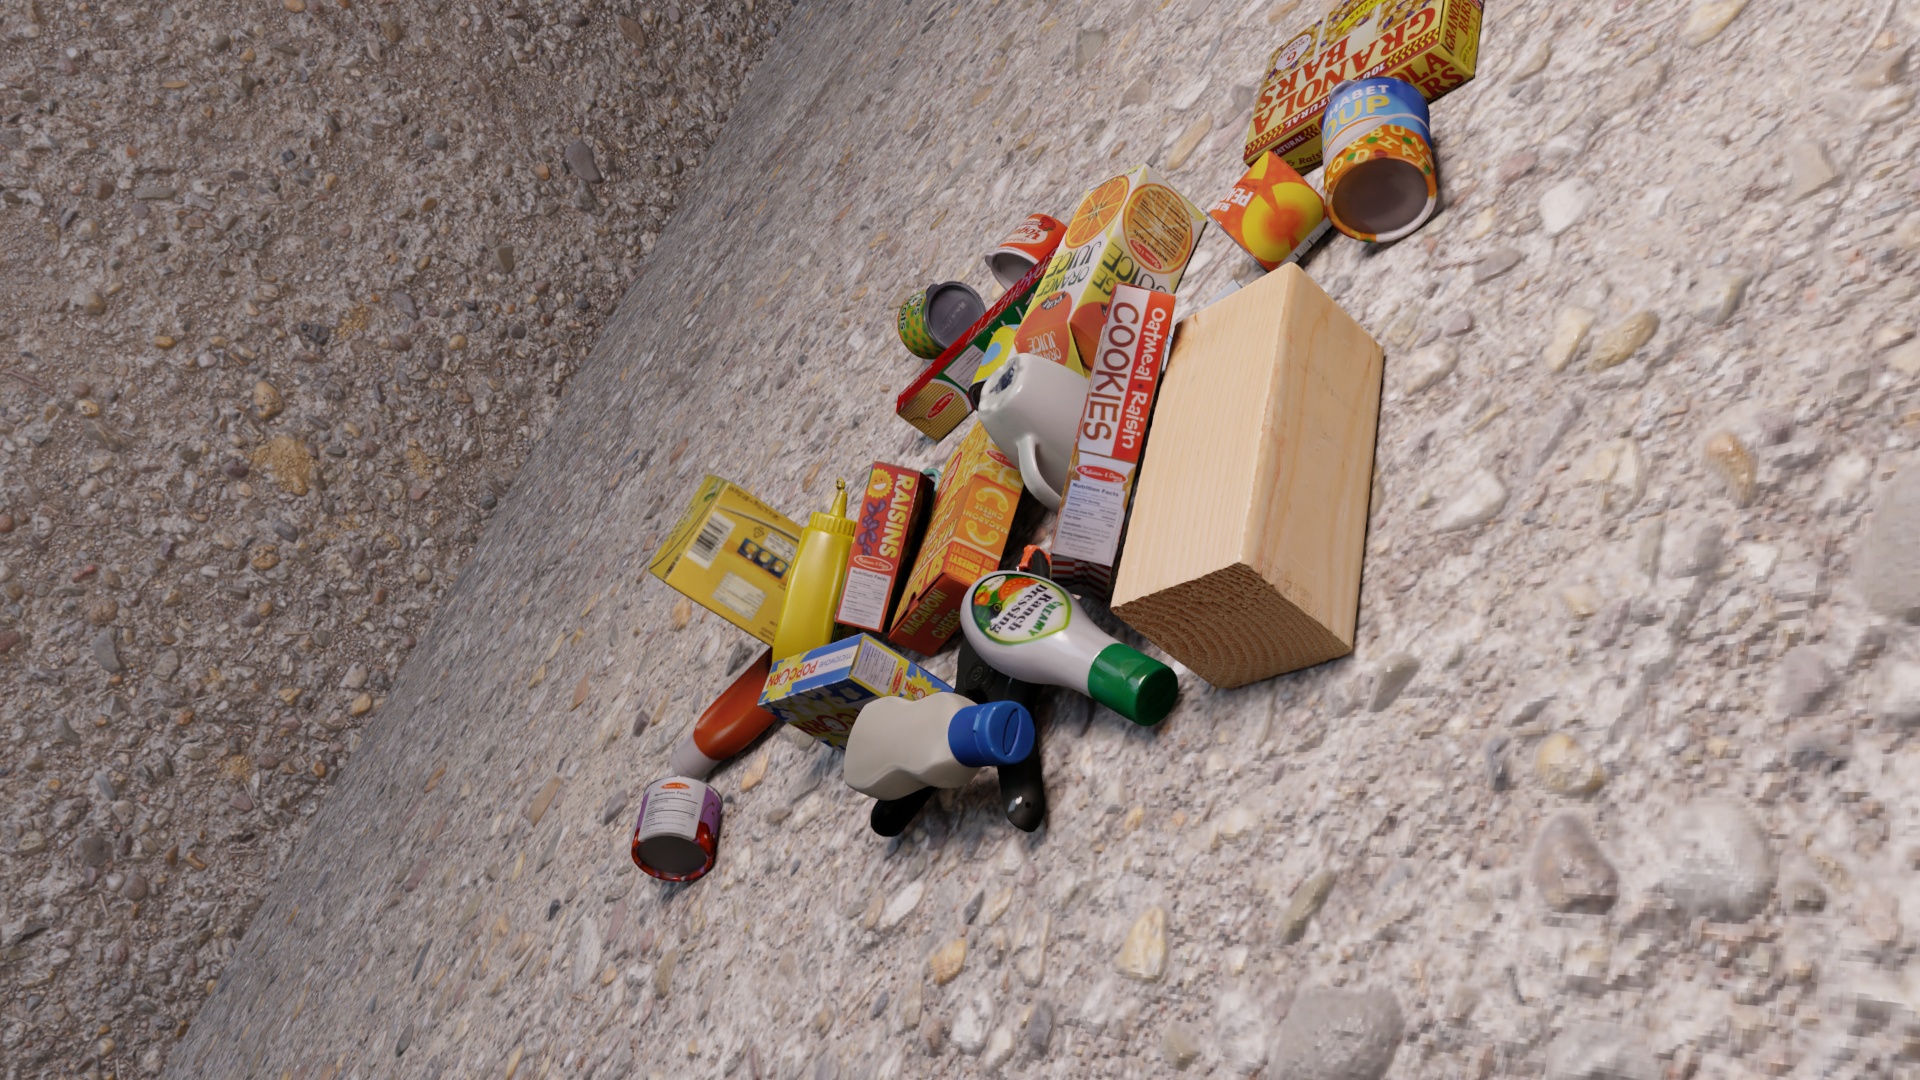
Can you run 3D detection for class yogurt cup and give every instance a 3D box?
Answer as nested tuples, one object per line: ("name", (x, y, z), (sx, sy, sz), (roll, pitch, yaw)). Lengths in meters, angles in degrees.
("yogurt cup", (0.067, -0.246, 1.206), (0.054, 0.072, 0.072), (-55, 24, -20))

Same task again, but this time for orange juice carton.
("orange juice carton", (0.106, -0.181, 1.045), (0.071, 0.073, 0.193), (-6, 54, 58))

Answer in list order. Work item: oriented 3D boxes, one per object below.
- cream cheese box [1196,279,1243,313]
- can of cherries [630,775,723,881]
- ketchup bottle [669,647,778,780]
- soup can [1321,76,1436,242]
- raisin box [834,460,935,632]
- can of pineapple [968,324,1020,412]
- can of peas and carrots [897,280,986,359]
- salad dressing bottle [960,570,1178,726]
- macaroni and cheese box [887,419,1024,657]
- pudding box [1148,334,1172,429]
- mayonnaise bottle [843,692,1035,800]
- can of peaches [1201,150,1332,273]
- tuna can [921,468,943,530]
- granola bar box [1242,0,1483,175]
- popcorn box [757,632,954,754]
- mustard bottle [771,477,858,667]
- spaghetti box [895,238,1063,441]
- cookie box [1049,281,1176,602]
("cream cheese box", (0.180, -0.127, 0.907), (0.053, 0.024, 0.104), (-44, 28, 20))
("can of cherries", (-0.229, 0.236, 1.129), (0.071, 0.071, 0.059), (-40, 30, 29))
("ketchup bottle", (-0.192, 0.152, 1.189), (0.148, 0.043, 0.065), (-43, 25, 25))
("soup can", (0.255, -0.236, 0.856), (0.071, 0.071, 0.084), (-32, 33, 40))
("raisin box", (-0.056, 0.006, 1.052), (0.086, 0.040, 0.123), (27, -103, -82))
("can of pineapple", (0.045, -0.127, 1.093), (0.071, 0.071, 0.058), (-16, 45, 53))
("can of peas and carrots", (-0.020, -0.206, 1.297), (0.058, 0.071, 0.071), (-3, 56, 60))
("salad dressing bottle", (0.062, 0.063, 0.813), (0.064, 0.043, 0.148), (-40, 40, -22))
("macaroni and cheese box", (0.004, -0.013, 1.016), (0.123, 0.040, 0.167), (-50, 18, 56))
("pudding box", (0.133, -0.117, 0.958), (0.049, 0.030, 0.084), (-34, 30, 9))
("mayonnaise bottle", (-0.015, 0.122, 0.841), (0.147, 0.041, 0.065), (-17, 51, 51))
("can of peaches", (0.205, -0.216, 0.919), (0.058, 0.071, 0.071), (-46, 27, 17))
("tuna can", (-0.025, -0.025, 1.129), (0.071, 0.033, 0.071), (-41, 29, 28))
("granola bar box", (0.280, -0.333, 0.969), (0.165, 0.039, 0.125), (-23, 40, 48))
("popcorn box", (-0.075, 0.111, 0.986), (0.126, 0.085, 0.038), (-21, 43, 50))
("mustard bottle", (-0.106, 0.030, 1.067), (0.065, 0.049, 0.160), (35, -112, -86))
("spaghetti box", (0.045, -0.178, 1.175), (0.249, 0.050, 0.029), (-41, 30, 27))
("cookie box", (0.090, -0.056, 0.845), (0.122, 0.040, 0.167), (73, -149, -77))
